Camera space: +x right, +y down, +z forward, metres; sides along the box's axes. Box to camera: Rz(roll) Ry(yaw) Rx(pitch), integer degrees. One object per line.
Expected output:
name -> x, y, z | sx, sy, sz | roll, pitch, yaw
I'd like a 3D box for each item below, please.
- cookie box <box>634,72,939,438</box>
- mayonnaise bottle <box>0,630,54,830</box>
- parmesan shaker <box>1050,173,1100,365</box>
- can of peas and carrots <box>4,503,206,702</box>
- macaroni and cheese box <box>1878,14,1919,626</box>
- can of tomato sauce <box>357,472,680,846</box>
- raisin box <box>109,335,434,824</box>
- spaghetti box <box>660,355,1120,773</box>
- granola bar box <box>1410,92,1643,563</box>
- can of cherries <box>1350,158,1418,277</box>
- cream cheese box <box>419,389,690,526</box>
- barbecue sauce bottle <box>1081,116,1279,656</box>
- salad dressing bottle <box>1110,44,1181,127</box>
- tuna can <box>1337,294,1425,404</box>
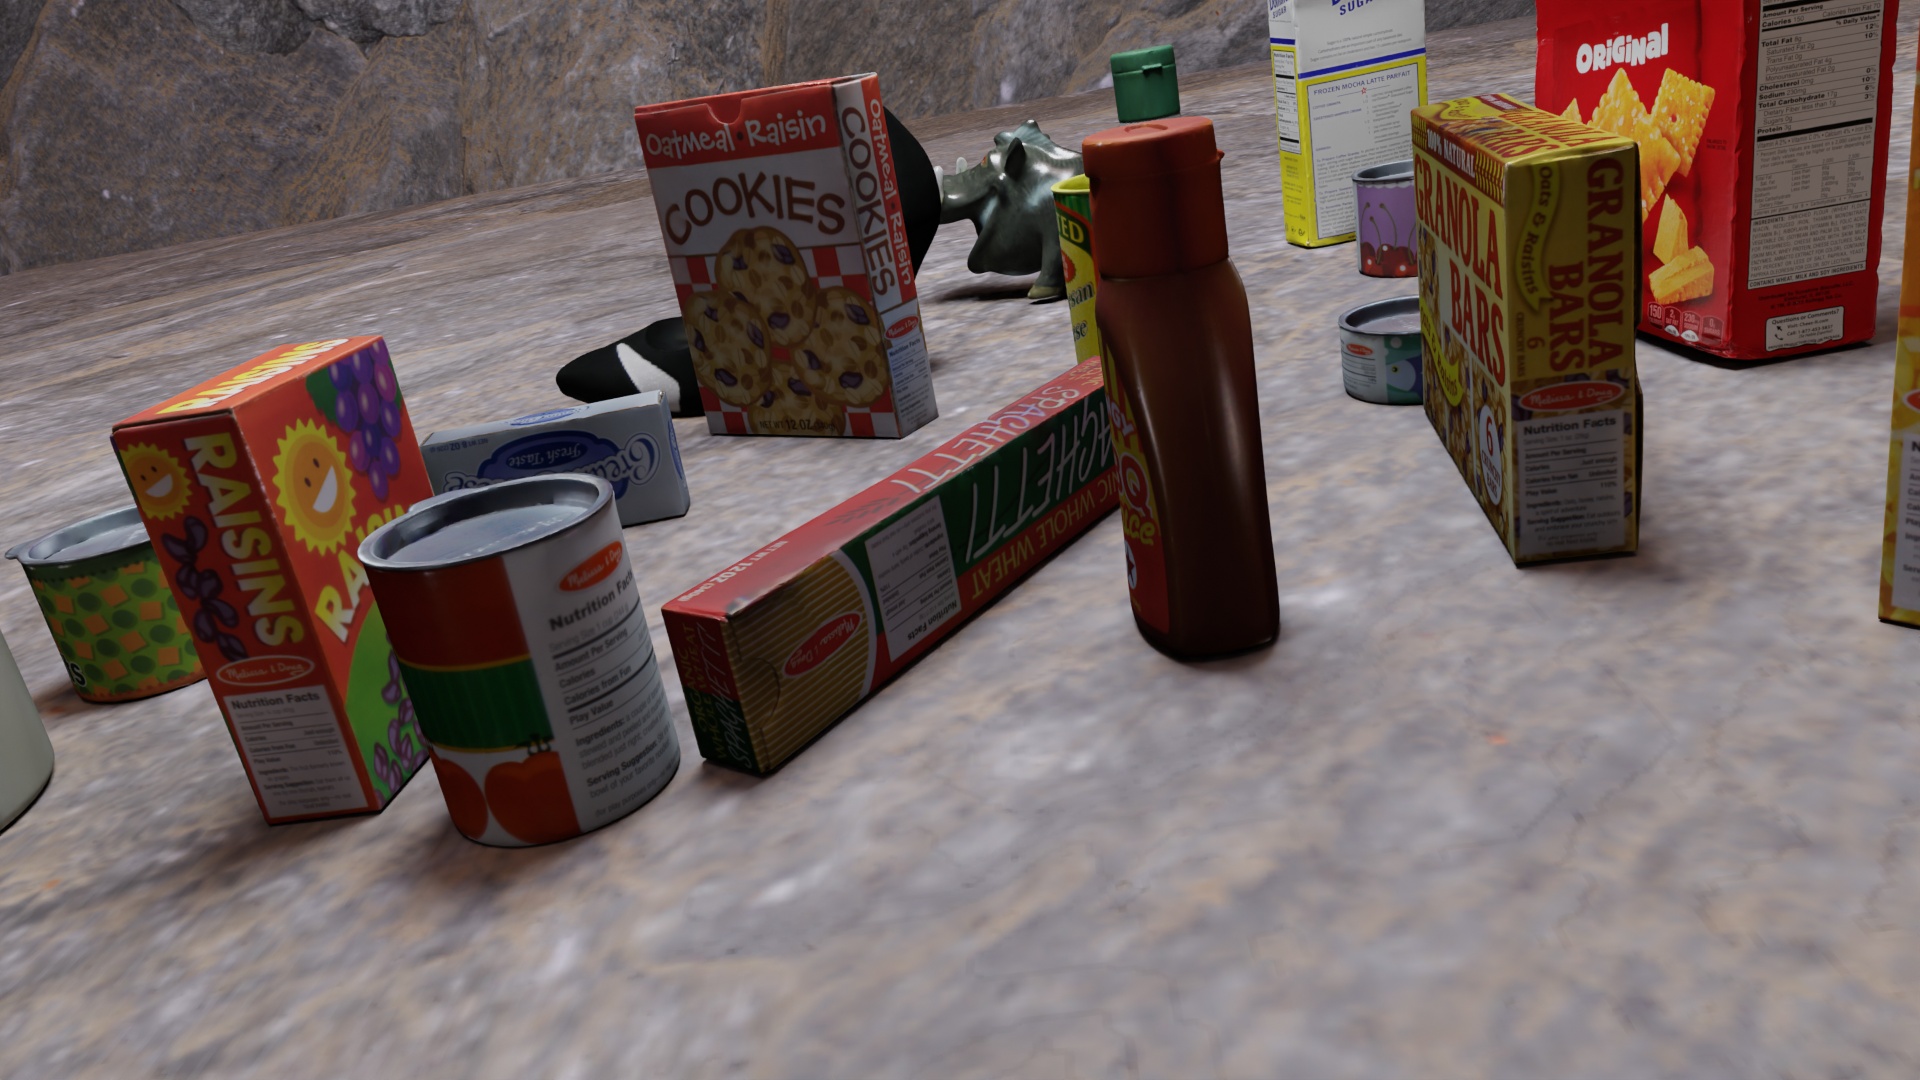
cookie box -> -0.085, -0.135, 0.679 | 0.123, 0.166, 0.040 | 4, 24, 32
mayonnaise bottle -> -0.325, 0.018, 0.420 | 0.041, 0.147, 0.065 | -15, 21, -12
parmesan shaker -> 0.083, -0.120, 0.654 | 0.071, 0.102, 0.071 | -9, 21, 3
can of peas and carrots -> -0.313, 0.022, 0.529 | 0.071, 0.058, 0.071 | -9, 21, 3
macaroni and cheese box -> 0.283, -0.073, 0.353 | 0.124, 0.165, 0.040 | -25, 25, -34
can of tomato sauce -> -0.120, 0.031, 0.383 | 0.071, 0.082, 0.071 | -9, 21, 3
raisin box -> -0.191, 0.008, 0.417 | 0.040, 0.123, 0.086 | -7, 21, 9
spaghetti box -> 0.002, -0.006, 0.470 | 0.028, 0.050, 0.251 | 5, 25, 35
granola bar box -> 0.189, -0.081, 0.476 | 0.039, 0.123, 0.166 | -6, 21, 11
can of cherries -> 0.267, -0.190, 0.815 | 0.071, 0.058, 0.072 | -9, 21, 3
cream cheese box -> -0.175, -0.029, 0.605 | 0.104, 0.053, 0.024 | -11, 20, -3
barbecue sauce bottle -> 0.063, -0.044, 0.404 | 0.044, 0.148, 0.065 | -11, 20, -2
salad dressing bottle -> 0.116, -0.212, 0.816 | 0.064, 0.147, 0.044 | -12, 20, -5
tuna can -> 0.202, -0.085, 0.608 | 0.071, 0.032, 0.071 | -9, 21, 3
